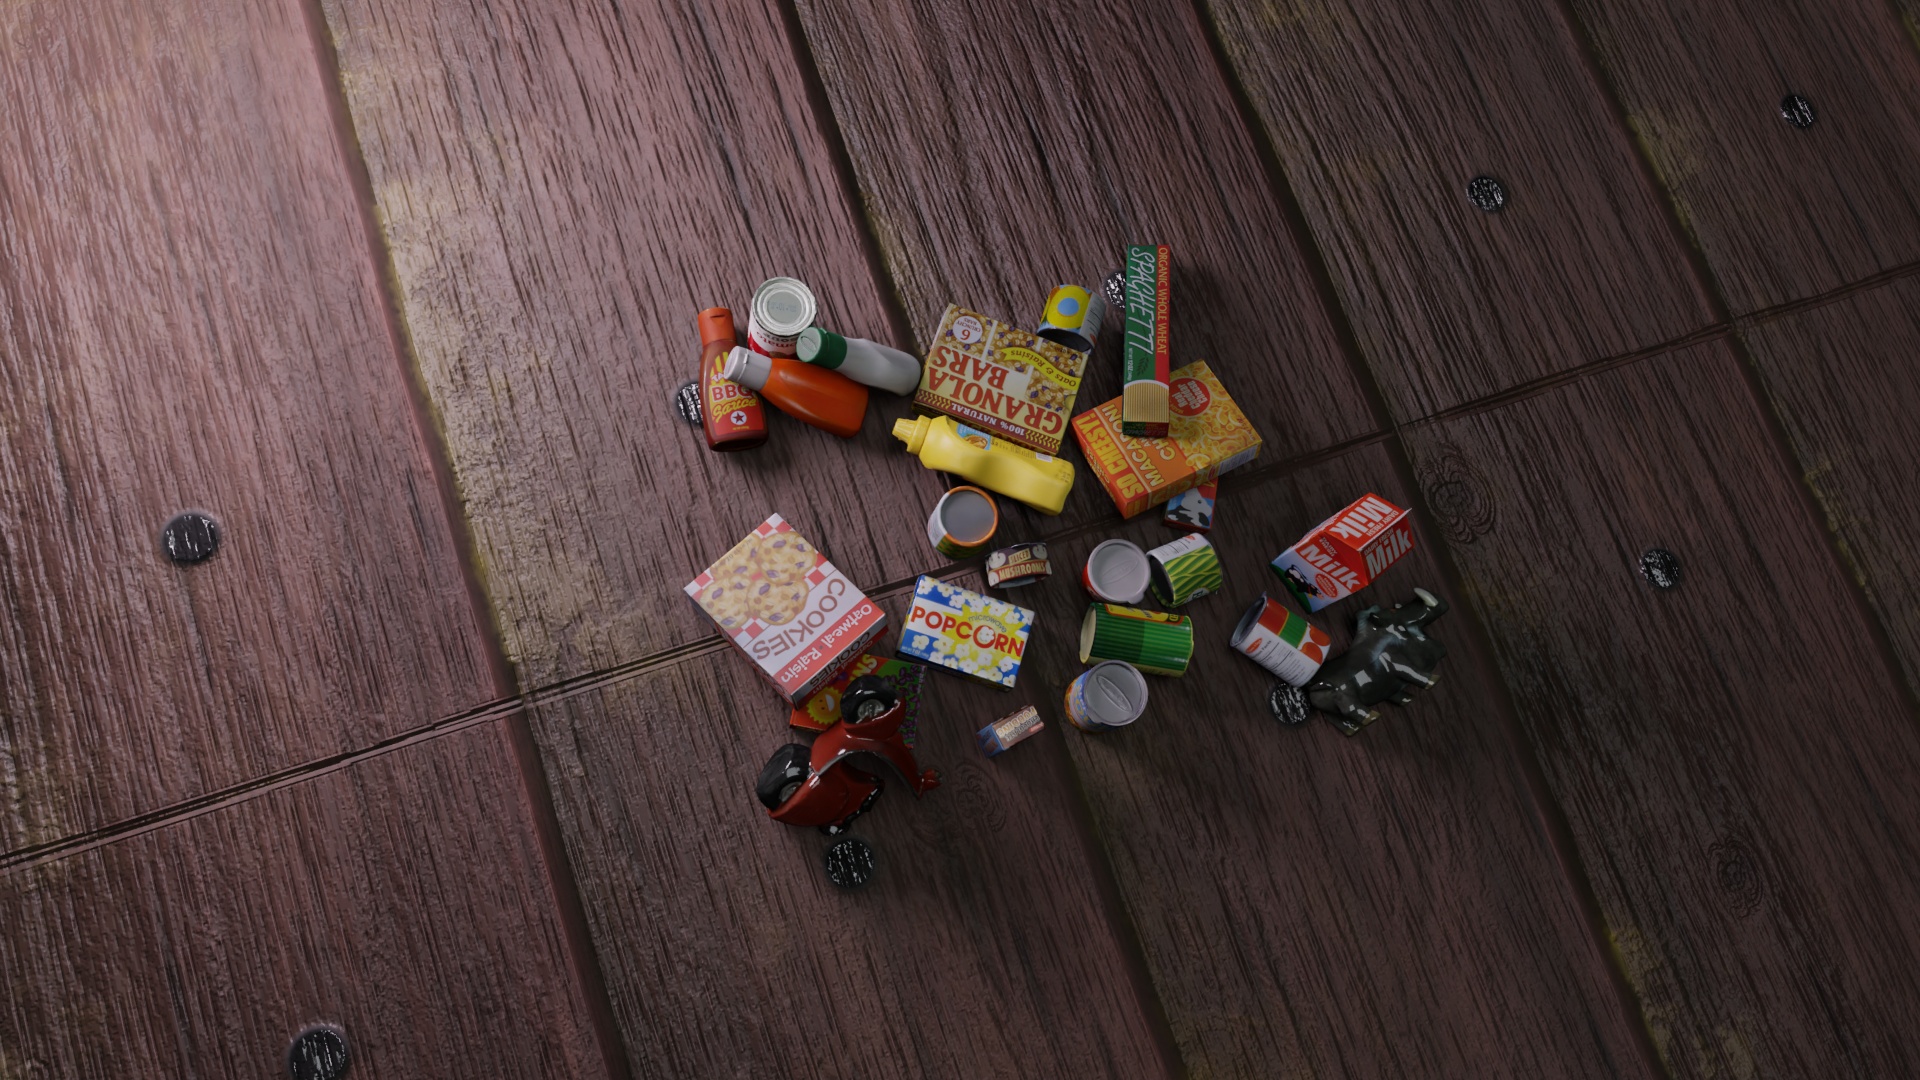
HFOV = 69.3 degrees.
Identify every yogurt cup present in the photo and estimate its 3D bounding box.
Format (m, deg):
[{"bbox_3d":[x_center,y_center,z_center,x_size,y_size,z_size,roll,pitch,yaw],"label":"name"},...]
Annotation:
[{"bbox_3d":[0.161,0.037,1.465,0.072,0.053,0.072,3,74,-10],"label":"yogurt cup"}]

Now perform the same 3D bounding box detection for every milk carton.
[{"bbox_3d":[0.402,0.011,1.447,0.072,0.190,0.073,-36,84,-17],"label":"milk carton"}]

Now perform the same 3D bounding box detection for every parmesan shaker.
[{"bbox_3d":[0.182,0.103,1.441,0.103,0.071,0.071,9,73,-8],"label":"parmesan shaker"}]

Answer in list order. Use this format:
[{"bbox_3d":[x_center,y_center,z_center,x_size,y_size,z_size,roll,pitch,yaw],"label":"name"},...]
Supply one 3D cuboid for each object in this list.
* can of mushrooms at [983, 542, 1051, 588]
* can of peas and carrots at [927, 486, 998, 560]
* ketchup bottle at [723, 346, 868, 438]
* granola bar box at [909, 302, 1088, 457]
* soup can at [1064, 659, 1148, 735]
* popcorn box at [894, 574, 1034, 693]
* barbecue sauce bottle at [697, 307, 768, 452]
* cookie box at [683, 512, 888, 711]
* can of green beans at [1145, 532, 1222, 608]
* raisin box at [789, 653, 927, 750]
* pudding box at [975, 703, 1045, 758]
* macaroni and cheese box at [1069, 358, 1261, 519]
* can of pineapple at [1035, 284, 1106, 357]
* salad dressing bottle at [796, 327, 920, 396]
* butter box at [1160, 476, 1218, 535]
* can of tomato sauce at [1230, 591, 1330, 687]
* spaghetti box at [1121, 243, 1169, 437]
[{"bbox_3d":[0.060,0.026,1.440,0.071,0.071,0.033,-8,79,-13],"label":"can of mushrooms"},{"bbox_3d":[0.005,-0.018,1.448,0.071,0.058,0.071,3,75,-10],"label":"can of peas and carrots"},{"bbox_3d":[-0.169,-0.158,1.437,0.149,0.043,0.065,20,63,-25],"label":"ketchup bottle"},{"bbox_3d":[0.043,-0.171,1.507,0.165,0.039,0.124,20,72,-5],"label":"granola bar box"},{"bbox_3d":[0.144,0.162,1.411,0.071,0.083,0.071,3,74,-10],"label":"soup can"},{"bbox_3d":[0.004,0.096,1.426,0.127,0.038,0.085,19,72,-5],"label":"popcorn box"},{"bbox_3d":[-0.244,-0.168,1.449,0.065,0.043,0.149,-9,76,-18],"label":"barbecue sauce bottle"},{"bbox_3d":[-0.171,0.069,1.372,0.123,0.040,0.168,-41,65,-18],"label":"cookie box"},{"bbox_3d":[0.236,0.032,1.474,0.058,0.071,0.071,-21,80,-15],"label":"can of green beans"},{"bbox_3d":[-0.102,0.157,1.388,0.123,0.040,0.086,12,74,-7],"label":"raisin box"},{"bbox_3d":[0.049,0.190,1.385,0.050,0.083,0.030,-25,82,-16],"label":"pudding box"},{"bbox_3d":[0.220,-0.110,1.501,0.167,0.040,0.124,-25,63,-10],"label":"macaroni and cheese box"},{"bbox_3d":[0.120,-0.240,1.528,0.071,0.070,0.058,20,72,-5],"label":"can of pineapple"},{"bbox_3d":[-0.105,-0.187,1.437,0.064,0.148,0.044,45,111,36],"label":"salad dressing bottle"},{"bbox_3d":[0.254,-0.062,1.526,0.053,0.024,0.104,13,73,-6],"label":"butter box"},{"bbox_3d":[0.340,0.106,1.475,0.083,0.071,0.071,33,72,-2],"label":"can of tomato sauce"},{"bbox_3d":[0.205,-0.225,1.526,0.050,0.028,0.251,3,60,5],"label":"spaghetti box"}]
